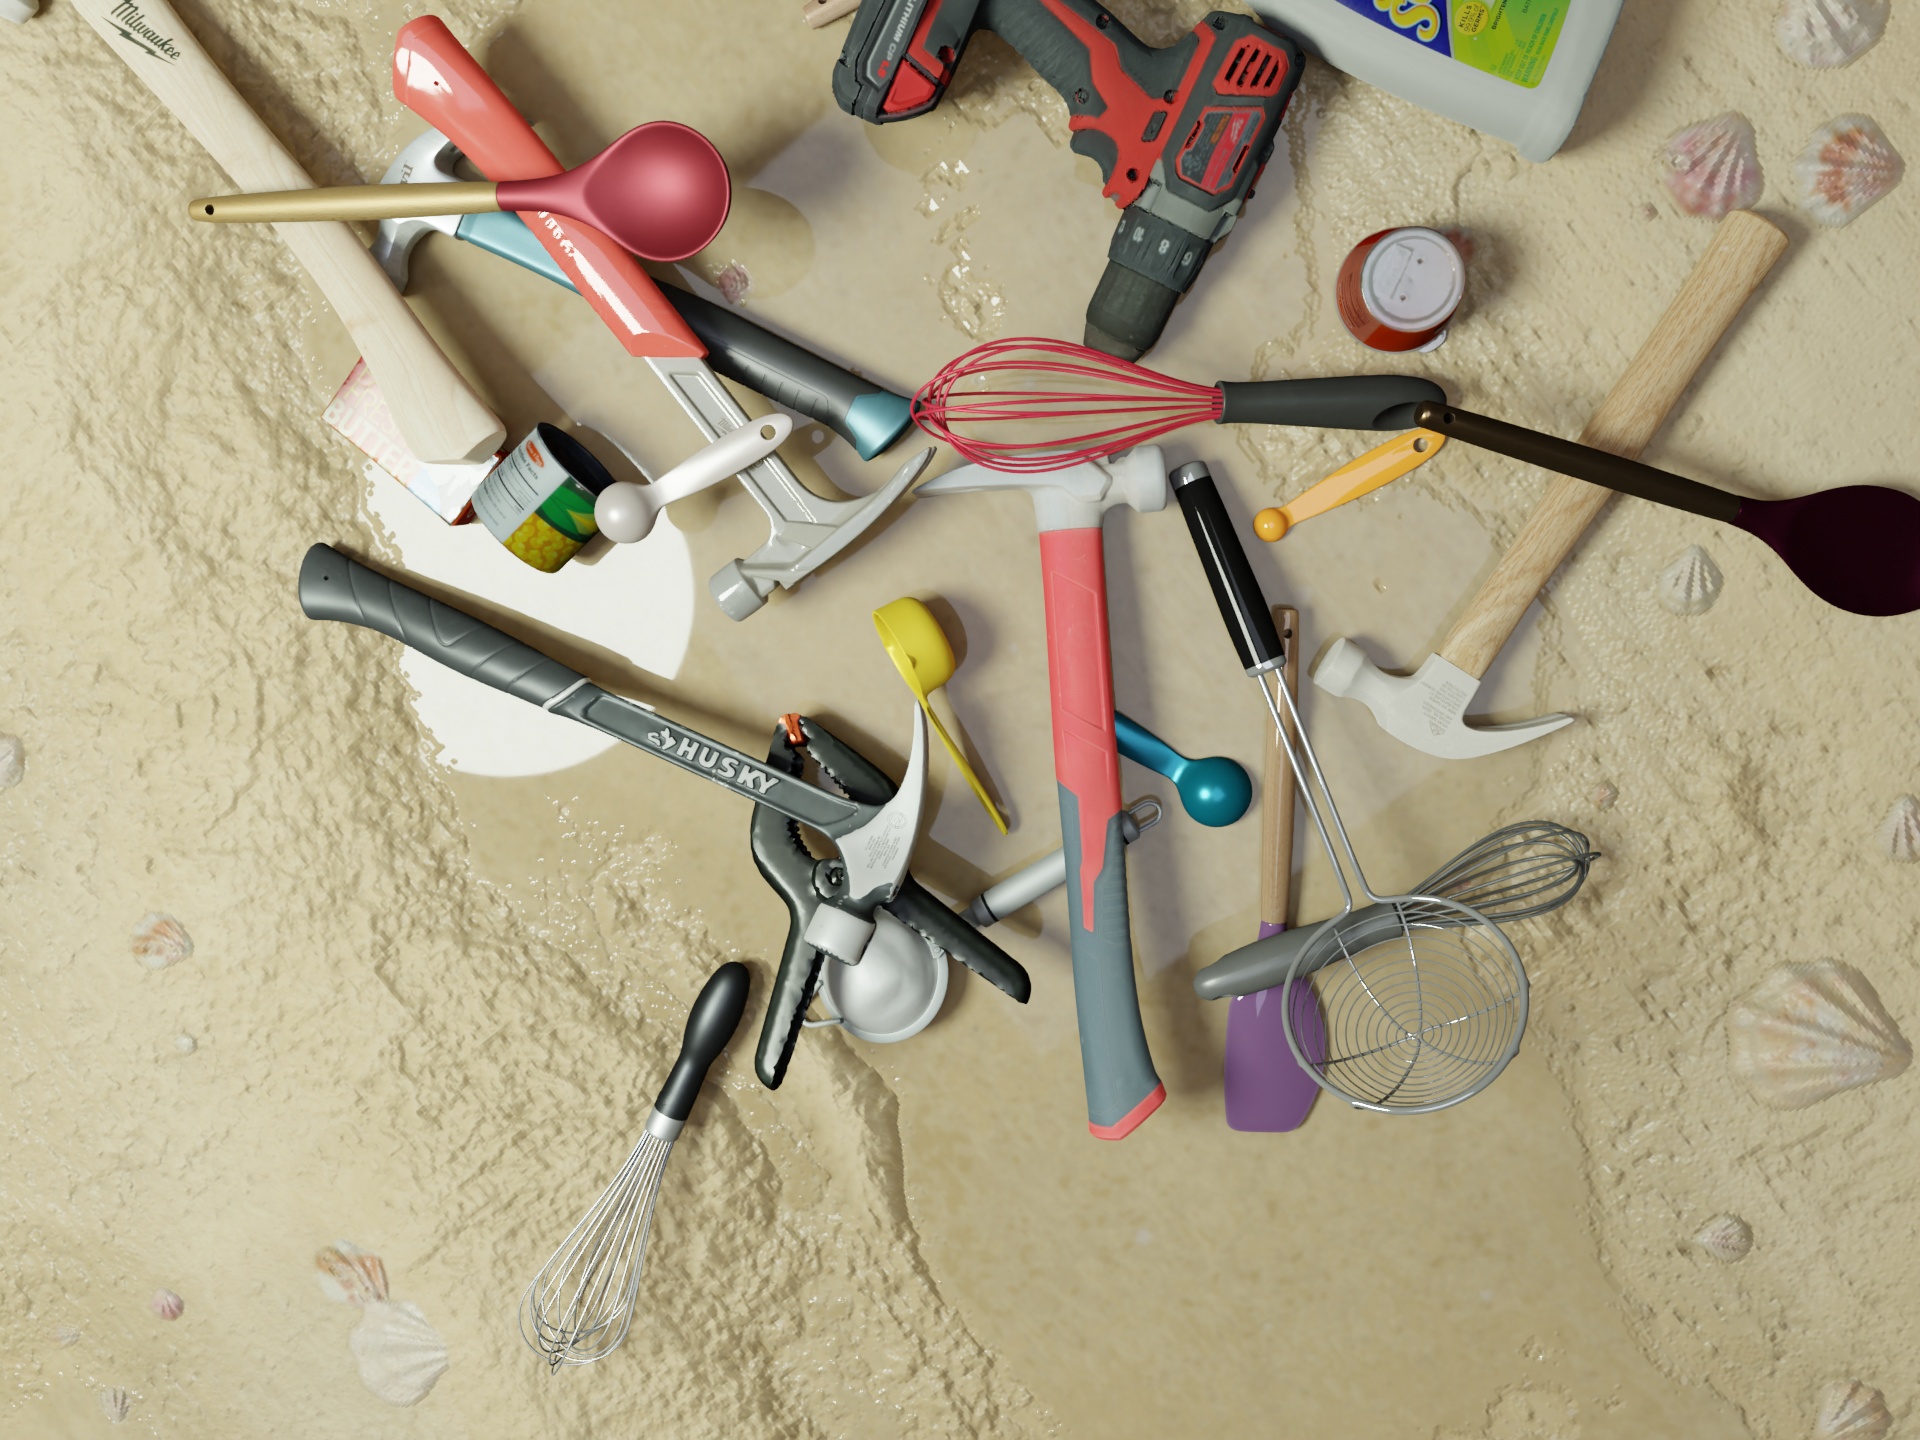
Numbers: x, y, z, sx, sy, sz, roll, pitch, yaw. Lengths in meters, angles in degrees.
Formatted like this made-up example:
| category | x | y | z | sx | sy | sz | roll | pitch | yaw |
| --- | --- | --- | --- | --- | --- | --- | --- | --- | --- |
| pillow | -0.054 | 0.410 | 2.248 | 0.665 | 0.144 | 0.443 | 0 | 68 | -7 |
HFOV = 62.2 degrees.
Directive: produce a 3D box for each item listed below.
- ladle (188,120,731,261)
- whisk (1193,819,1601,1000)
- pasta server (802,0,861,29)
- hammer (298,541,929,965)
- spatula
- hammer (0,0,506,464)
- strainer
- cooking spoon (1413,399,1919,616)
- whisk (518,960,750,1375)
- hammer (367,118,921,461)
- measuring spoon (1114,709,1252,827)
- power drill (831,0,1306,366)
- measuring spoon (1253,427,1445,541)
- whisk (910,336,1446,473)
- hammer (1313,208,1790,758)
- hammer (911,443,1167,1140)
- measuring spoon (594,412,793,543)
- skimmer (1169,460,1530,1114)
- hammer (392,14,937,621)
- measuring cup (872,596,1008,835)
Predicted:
| category | x | y | z | sx | sy | sz | roll | pitch | yaw |
| --- | --- | --- | --- | --- | --- | --- | --- | --- | --- |
| ladle | -0.267 | -0.275 | 0.842 | 0.315 | 0.031 | 0.069 | 2 | 104 | 11 |
| whisk | 0.246 | 0.113 | 0.903 | 0.239 | 0.055 | 0.055 | -21 | 96 | 5 |
| pasta server | 0.053 | -0.456 | 0.845 | 0.316 | 0.040 | 0.060 | -25 | 67 | 11 |
| hammer | -0.207 | -0.012 | 0.916 | 0.409 | 0.036 | 0.149 | 24 | 79 | 10 |
| spatula | 0.186 | 0.092 | 0.928 | 0.060 | 0.018 | 0.316 | 0 | 100 | 1 |
| hammer | -0.385 | -0.315 | 0.891 | 0.146 | 0.038 | 0.410 | -40 | 87 | 10 |
| strainer | 0.006 | 0.115 | 0.941 | 0.258 | 0.050 | 0.087 | -31 | 80 | 6 |
| cooking spoon | 0.386 | -0.119 | 0.843 | 0.318 | 0.017 | 0.068 | 15 | 99 | -10 |
| whisk | -0.194 | 0.276 | 0.978 | 0.070 | 0.070 | 0.284 | 25 | 96 | 1 |
| hammer | -0.178 | -0.236 | 0.907 | 0.331 | 0.033 | 0.128 | 27 | 102 | 1 |
| measuring spoon | 0.112 | 0.021 | 0.921 | 0.128 | 0.021 | 0.042 | 31 | 101 | -1 |
| power drill | 0.047 | -0.311 | 0.843 | 0.226 | 0.080 | 0.188 | 24 | 108 | -8 |
| measuring spoon | 0.218 | -0.133 | 0.891 | 0.117 | 0.011 | 0.021 | -28 | 95 | 9 |
| whisk | 0.120 | -0.171 | 0.857 | 0.295 | 0.073 | 0.073 | -2 | 99 | -7 |
| hammer | 0.340 | -0.124 | 0.871 | 0.130 | 0.031 | 0.331 | 32 | 101 | 1 |
| hammer | 0.058 | 0.043 | 0.900 | 0.143 | 0.038 | 0.386 | -4 | 91 | 7 |
| measuring spoon | -0.145 | -0.133 | 0.861 | 0.124 | 0.018 | 0.034 | -27 | 97 | 10 |
| skimmer | 0.186 | 0.026 | 0.849 | 0.127 | 0.090 | 0.363 | -22 | 85 | 11 |
| hammer | -0.175 | -0.236 | 0.871 | 0.149 | 0.037 | 0.359 | -37 | 95 | 12 |
| measuring cup | -0.001 | -0.003 | 0.923 | 0.029 | 0.062 | 0.156 | -32 | 107 | -8 |
